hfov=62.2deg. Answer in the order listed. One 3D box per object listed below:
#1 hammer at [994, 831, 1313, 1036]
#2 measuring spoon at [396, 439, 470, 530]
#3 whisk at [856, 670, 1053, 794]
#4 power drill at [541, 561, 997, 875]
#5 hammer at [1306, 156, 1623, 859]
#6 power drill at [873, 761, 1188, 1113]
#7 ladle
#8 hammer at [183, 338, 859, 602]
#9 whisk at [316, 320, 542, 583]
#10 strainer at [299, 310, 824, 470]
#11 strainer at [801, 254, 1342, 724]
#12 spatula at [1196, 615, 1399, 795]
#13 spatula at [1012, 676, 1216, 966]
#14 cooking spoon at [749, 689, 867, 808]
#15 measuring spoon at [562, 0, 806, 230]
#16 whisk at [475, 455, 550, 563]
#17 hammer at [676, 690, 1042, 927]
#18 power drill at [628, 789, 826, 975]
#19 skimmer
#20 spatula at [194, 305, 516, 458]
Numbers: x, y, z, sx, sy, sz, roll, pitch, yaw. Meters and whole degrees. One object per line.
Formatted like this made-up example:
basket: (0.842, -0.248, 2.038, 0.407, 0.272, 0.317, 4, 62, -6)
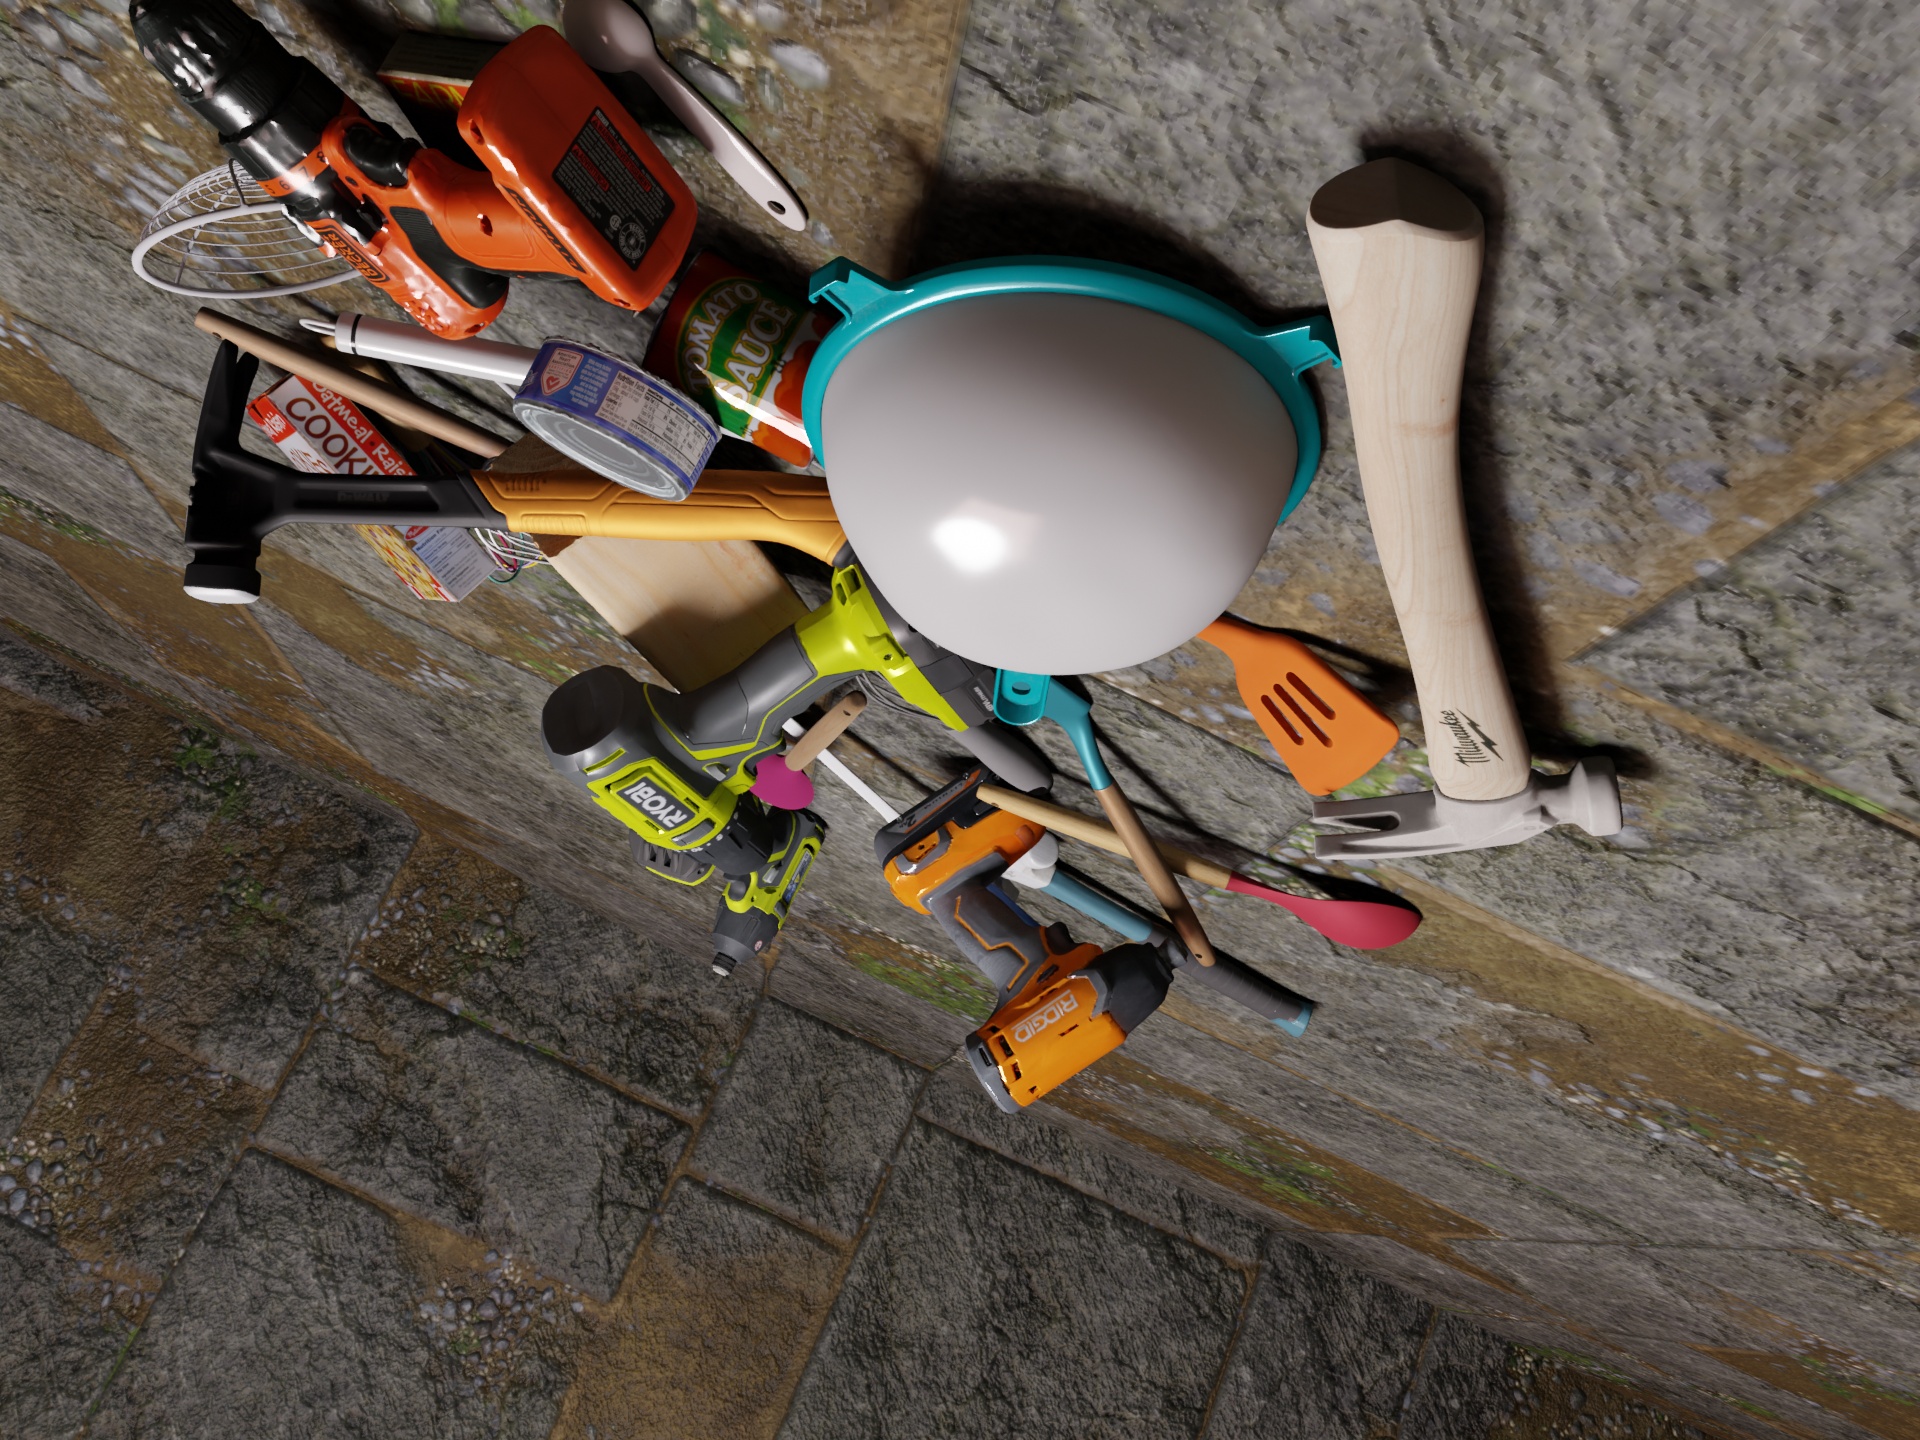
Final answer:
hammer: (0.166, 0.186, 1.349, 0.330, 0.033, 0.128, 30, 160, -15)
measuring spoon: (-0.359, -0.174, 1.082, 0.042, 0.021, 0.128, 23, 152, 14)
whisk: (-0.001, -0.004, 1.041, 0.055, 0.055, 0.238, 9, 160, 39)
power drill: (-0.093, 0.000, 0.894, 0.190, 0.228, 0.080, 50, -167, -54)
hammer: (0.182, -0.051, 0.641, 0.146, 0.038, 0.410, -9, 146, 19)
power drill: (0.049, 0.142, 1.125, 0.227, 0.164, 0.084, 59, -175, 35)
ladle: (0.161, 0.100, 1.098, 0.315, 0.031, 0.069, 19, 157, 6)
hammer: (-0.205, -0.114, 0.771, 0.337, 0.127, 0.034, 3, 174, 3)
whisk: (-0.343, -0.167, 1.033, 0.047, 0.051, 0.244, 22, 159, 27)
strainer: (-0.184, -0.167, 0.760, 0.258, 0.050, 0.087, 10, -179, -7)
strainer: (0.032, -0.050, 0.691, 0.211, 0.095, 0.340, 7, 153, 1)
spatula: (0.069, -0.065, 0.791, 0.322, 0.041, 0.081, 29, 147, -6)
spatula: (0.098, 0.066, 1.042, 0.082, 0.044, 0.317, 0, 135, 42)
cooking spoon: (-0.116, 0.024, 1.163, 0.068, 0.017, 0.319, 35, 158, -7)
measuring spoon: (-0.104, -0.227, 0.610, 0.034, 0.018, 0.124, 4, 152, 47)
whisk: (-0.223, -0.101, 1.007, 0.059, 0.058, 0.246, 1, 164, 29)
hammer: (-0.049, 0.078, 1.264, 0.405, 0.035, 0.144, 44, 154, -29)
power drill: (-0.207, 0.123, 1.441, 0.080, 0.171, 0.223, 16, 156, 23)
skimmer: (-0.255, -0.163, 0.849, 0.127, 0.090, 0.362, -13, 143, 32)
spatula: (-0.299, -0.172, 0.958, 0.315, 0.018, 0.060, 23, 158, -17)
